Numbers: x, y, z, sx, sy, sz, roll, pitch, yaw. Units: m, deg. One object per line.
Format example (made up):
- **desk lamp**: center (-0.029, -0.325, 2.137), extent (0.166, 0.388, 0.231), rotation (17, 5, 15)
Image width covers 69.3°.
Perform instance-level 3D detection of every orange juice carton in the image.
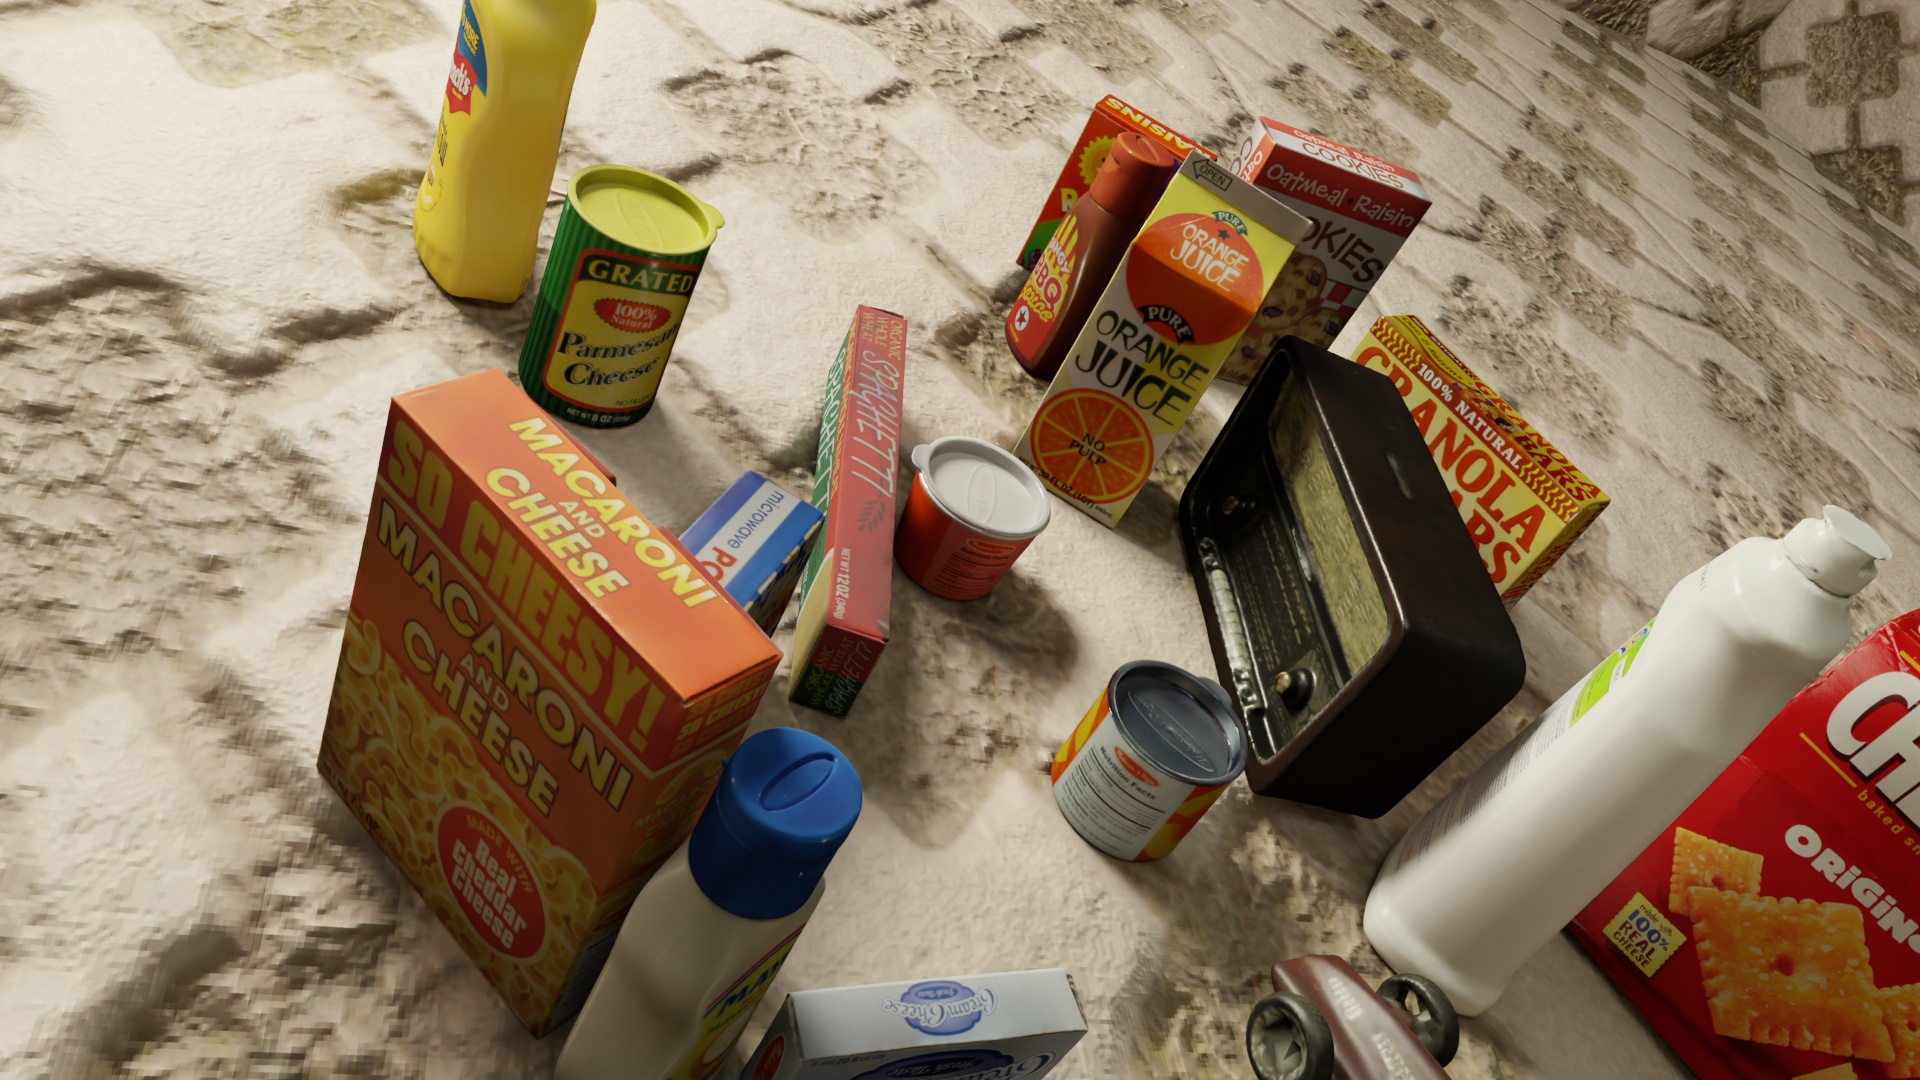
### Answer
- **orange juice carton**: center (0.105, -0.107, 0.734), extent (0.072, 0.191, 0.073), rotation (32, 36, 3)

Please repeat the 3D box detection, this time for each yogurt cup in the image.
- **yogurt cup**: center (0.002, -0.008, 0.666), extent (0.072, 0.053, 0.073), rotation (18, 38, -15)

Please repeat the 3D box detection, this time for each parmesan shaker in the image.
- **parmesan shaker**: center (-0.156, -0.110, 0.638), extent (0.071, 0.102, 0.072), rotation (18, 38, -15)

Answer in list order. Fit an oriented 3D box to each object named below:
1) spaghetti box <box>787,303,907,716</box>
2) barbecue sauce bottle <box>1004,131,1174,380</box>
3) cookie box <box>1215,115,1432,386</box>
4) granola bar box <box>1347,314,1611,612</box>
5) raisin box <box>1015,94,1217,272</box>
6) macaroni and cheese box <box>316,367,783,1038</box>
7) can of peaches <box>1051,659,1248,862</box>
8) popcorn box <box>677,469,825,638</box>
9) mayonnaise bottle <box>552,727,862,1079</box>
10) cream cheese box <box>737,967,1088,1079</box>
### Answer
- **spaghetti box**: center (-0.050, -0.027, 0.656), extent (0.029, 0.050, 0.251), rotation (18, 38, -15)
- **barbecue sauce bottle**: center (0.077, -0.169, 0.826), extent (0.044, 0.147, 0.065), rotation (8, 41, -26)
- **cookie box**: center (0.208, -0.181, 0.912), extent (0.123, 0.166, 0.040), rotation (12, 40, -22)
- **granola bar box**: center (0.278, -0.035, 0.822), extent (0.039, 0.123, 0.166), rotation (-7, 50, -39)
- **raisin box**: center (0.102, -0.219, 0.923), extent (0.086, 0.122, 0.040), rotation (32, 36, 3)
- **macaroni and cheese box**: center (-0.130, 0.052, 0.412), extent (0.124, 0.165, 0.040), rotation (43, 38, 17)
- **can of peaches**: center (0.081, 0.094, 0.595), extent (0.071, 0.057, 0.071), rotation (18, 38, -15)
- **popcorn box**: center (-0.103, 0.040, 0.512), extent (0.038, 0.084, 0.127), rotation (31, 36, 2)
- **mayonnaise bottle**: center (-0.070, 0.113, 0.395), extent (0.041, 0.147, 0.065), rotation (41, 38, 15)
- **cream cheese box**: center (-0.015, 0.165, 0.449), extent (0.104, 0.053, 0.024), rotation (5, 43, -29)
